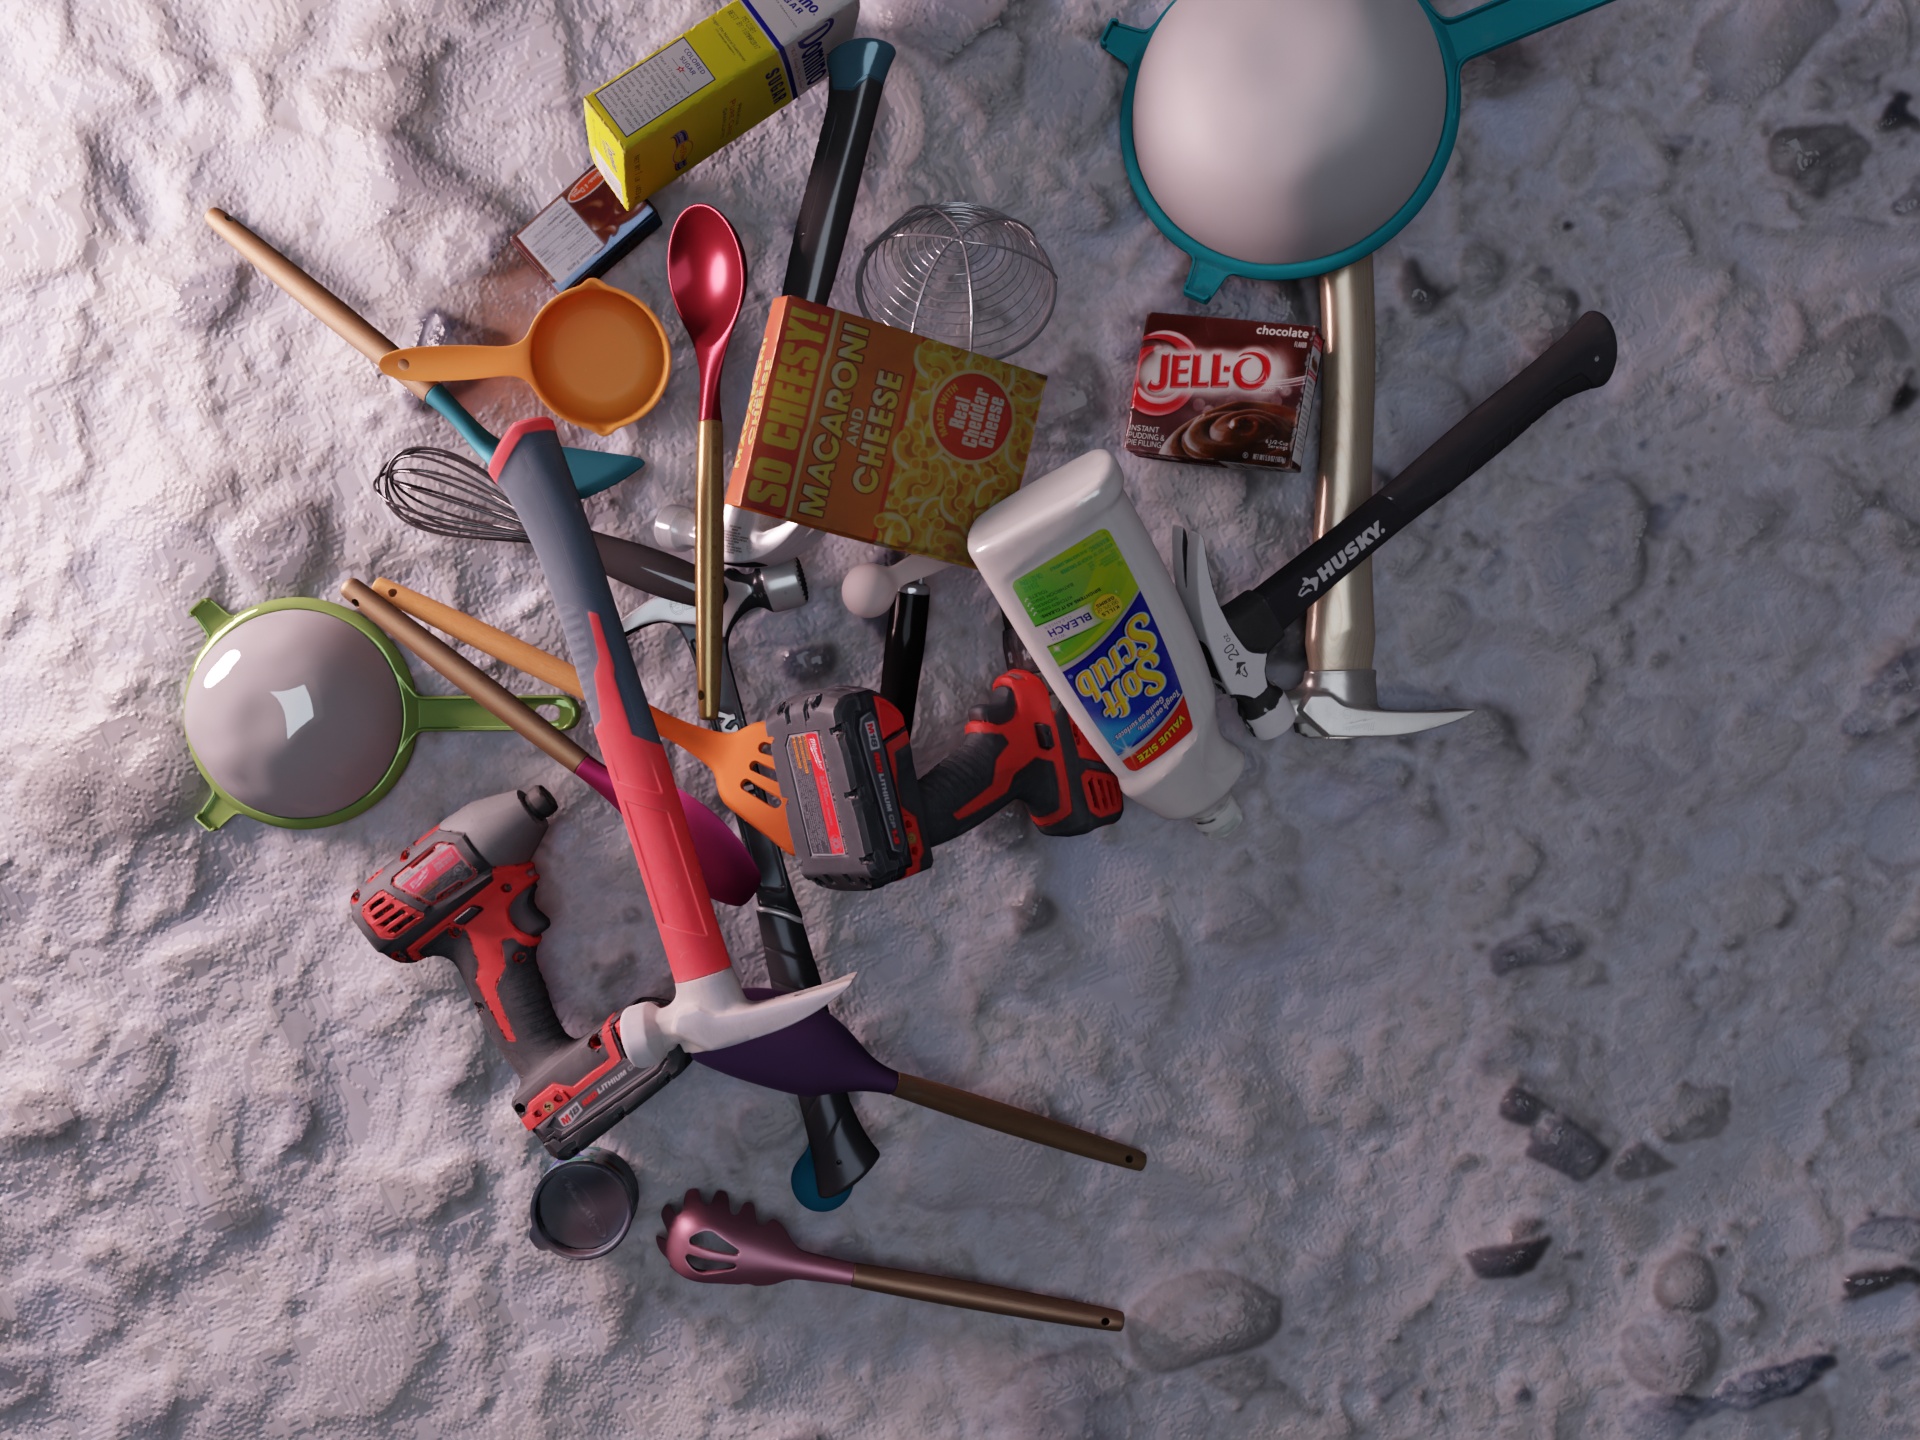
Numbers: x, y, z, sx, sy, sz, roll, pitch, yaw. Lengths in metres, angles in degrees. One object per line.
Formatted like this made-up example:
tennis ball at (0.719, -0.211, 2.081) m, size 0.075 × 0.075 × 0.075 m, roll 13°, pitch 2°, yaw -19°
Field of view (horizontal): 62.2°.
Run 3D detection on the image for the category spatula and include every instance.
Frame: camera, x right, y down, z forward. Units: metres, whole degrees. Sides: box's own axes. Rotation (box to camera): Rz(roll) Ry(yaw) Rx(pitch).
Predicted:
spatula at (-0.348, -0.232, 1.006) m, size 0.317 × 0.082 × 0.044 m, roll 38°, pitch 124°, yaw 1°
spatula at (-0.018, 0.238, 1.019) m, size 0.315 × 0.018 × 0.060 m, roll 22°, pitch 81°, yaw -16°
spatula at (-0.222, -0.017, 0.988) m, size 0.322 × 0.041 × 0.081 m, roll 25°, pitch 83°, yaw 2°

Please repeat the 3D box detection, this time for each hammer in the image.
hammer at (-0.183, 0.005, 0.944) m, size 0.143 × 0.038 × 0.386 m, roll -17°, pitch 92°, yaw 5°
hammer at (0.259, -0.194, 1.032) m, size 0.146 × 0.038 × 0.410 m, roll -1°, pitch 93°, yaw -3°
hammer at (-0.099, -0.256, 0.986) m, size 0.128 × 0.033 × 0.331 m, roll 16°, pitch 94°, yaw 30°
hammer at (-0.127, 0.107, 1.026) m, size 0.149 × 0.036 × 0.409 m, roll -14°, pitch 90°, yaw 0°
hammer at (0.275, -0.144, 0.985) m, size 0.335 × 0.035 × 0.146 m, roll -39°, pitch 117°, yaw -6°

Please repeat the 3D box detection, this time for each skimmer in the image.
skimmer at (-0.020, -0.149, 1.029) m, size 0.127 × 0.090 × 0.363 m, roll 8°, pitch 103°, yaw 2°

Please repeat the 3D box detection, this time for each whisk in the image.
whisk at (-0.257, -0.118, 1.003) m, size 0.239 × 0.055 × 0.055 m, roll 20°, pitch 92°, yaw 3°

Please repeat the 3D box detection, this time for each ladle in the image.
ladle at (-0.153, -0.158, 0.975) m, size 0.069 × 0.031 × 0.315 m, roll -3°, pitch 86°, yaw 42°

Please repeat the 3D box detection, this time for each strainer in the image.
strainer at (0.255, -0.403, 0.950) m, size 0.340 × 0.095 × 0.211 m, roll -18°, pitch 86°, yaw 14°
strainer at (-0.374, -0.003, 1.004) m, size 0.256 × 0.069 × 0.151 m, roll 0°, pitch 93°, yaw 0°

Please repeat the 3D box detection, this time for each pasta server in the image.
pasta server at (-0.045, 0.369, 1.056) m, size 0.316 × 0.040 × 0.060 m, roll 12°, pitch 92°, yaw -6°

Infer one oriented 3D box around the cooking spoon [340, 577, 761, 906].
cooking spoon at (-0.255, 0.012, 0.987) m, size 0.319 × 0.017 × 0.068 m, roll 37°, pitch 131°, yaw 1°

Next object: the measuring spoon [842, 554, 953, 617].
measuring spoon at (-0.015, -0.099, 0.985) m, size 0.124 × 0.018 × 0.034 m, roll -28°, pitch 112°, yaw -9°

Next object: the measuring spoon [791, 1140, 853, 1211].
measuring spoon at (-0.094, 0.264, 1.049) m, size 0.042 × 0.021 × 0.128 m, roll -3°, pitch 94°, yaw -2°

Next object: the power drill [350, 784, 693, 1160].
power drill at (-0.269, 0.154, 1.015) m, size 0.143 × 0.078 × 0.219 m, roll -38°, pitch 90°, yaw 0°

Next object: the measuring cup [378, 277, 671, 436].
measuring cup at (-0.269, -0.226, 0.991) m, size 0.173 × 0.052 × 0.095 m, roll -4°, pitch 108°, yaw -10°

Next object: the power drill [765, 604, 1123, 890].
power drill at (-0.002, -0.003, 0.970) m, size 0.226 × 0.080 × 0.188 m, roll -15°, pitch 95°, yaw -38°
